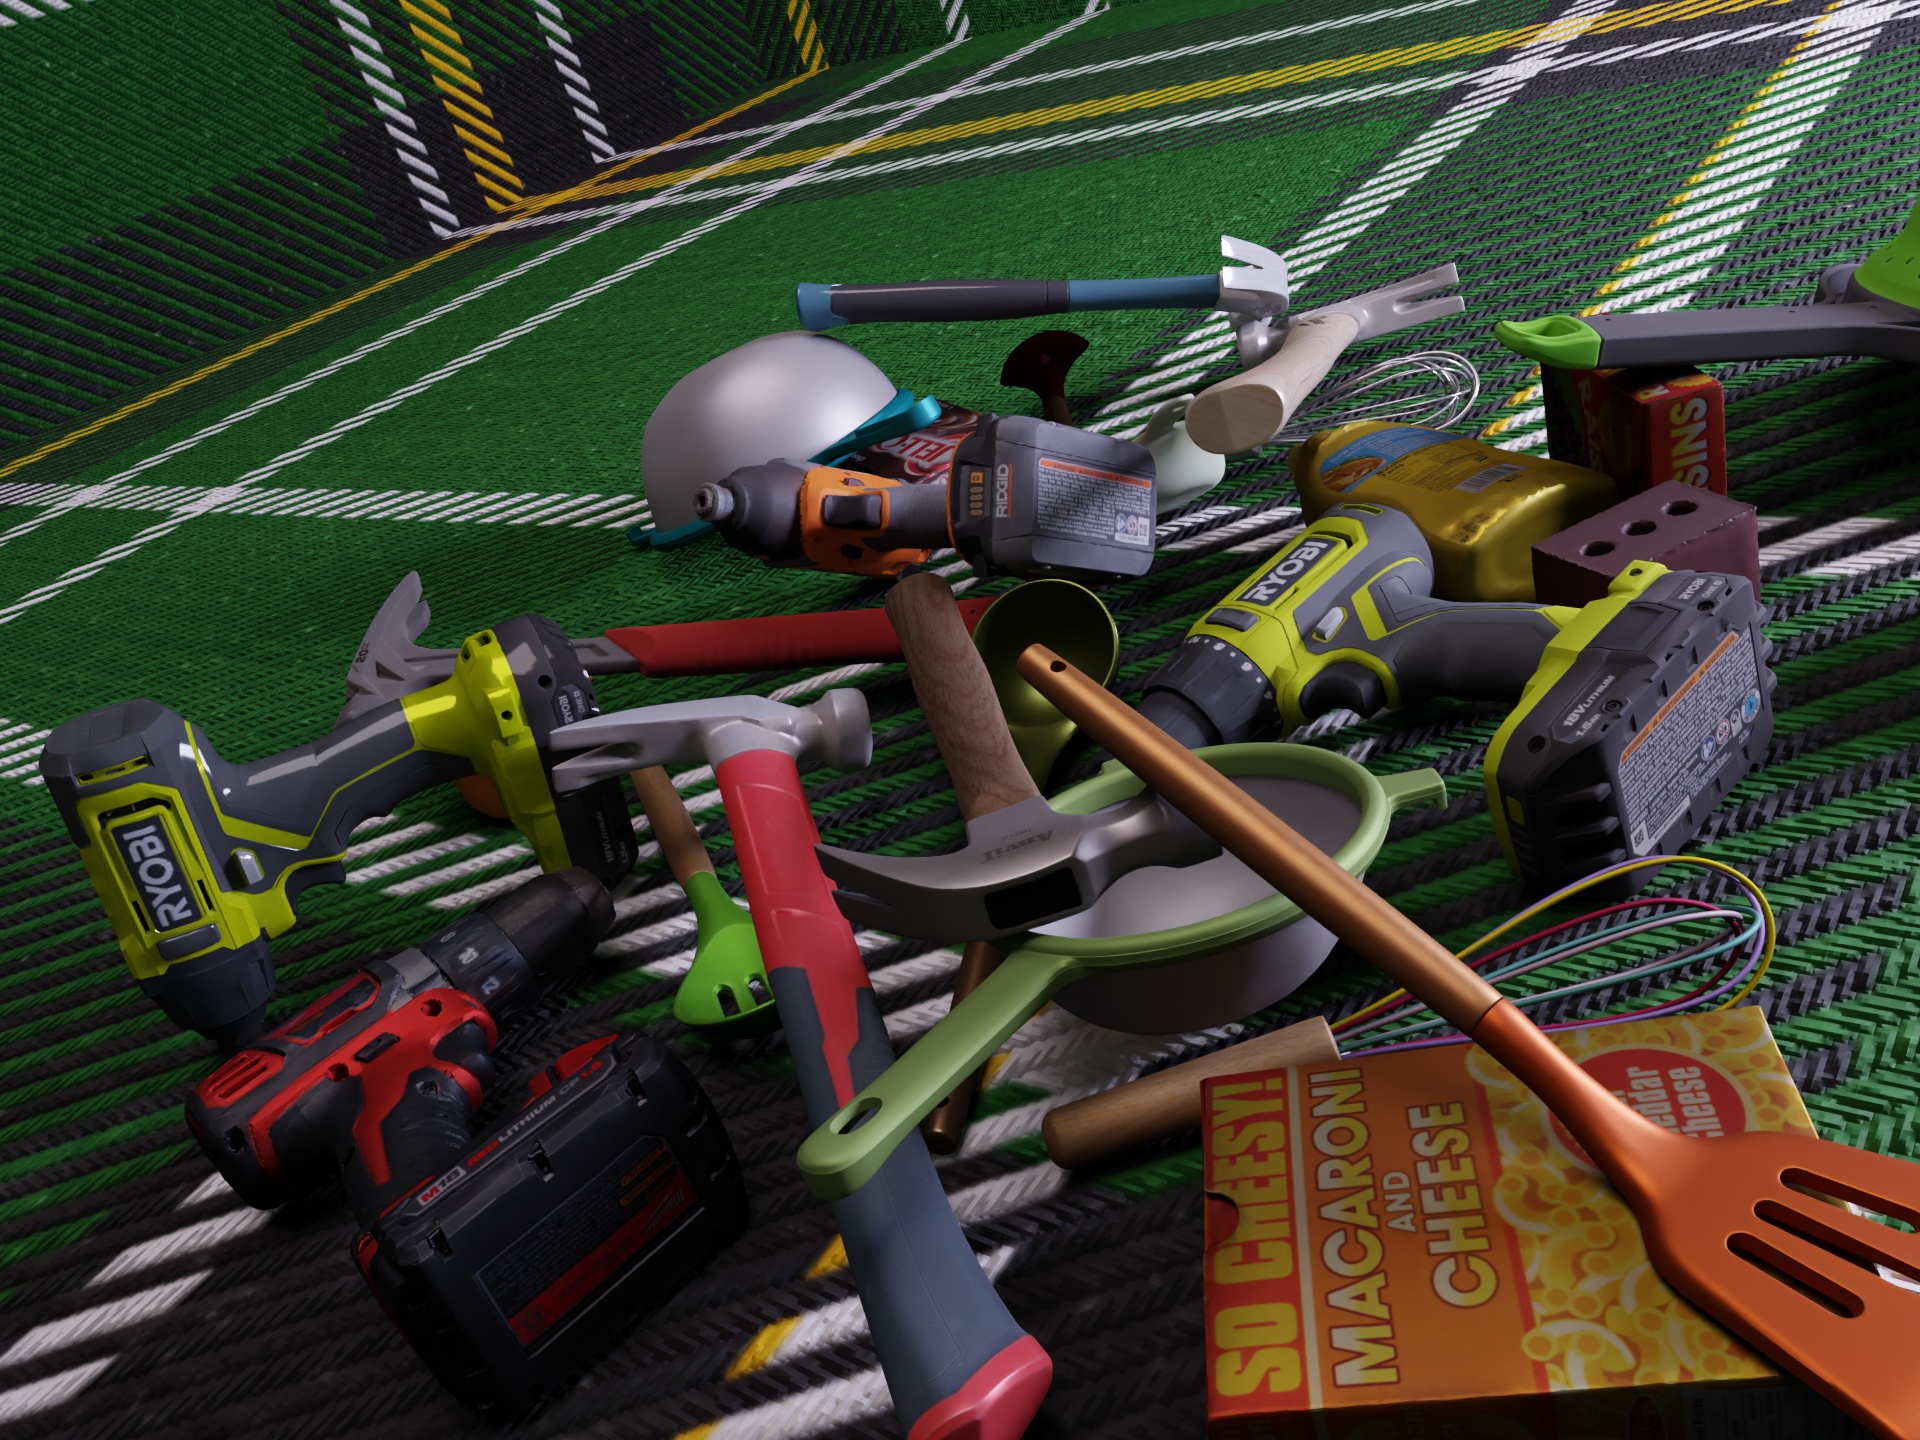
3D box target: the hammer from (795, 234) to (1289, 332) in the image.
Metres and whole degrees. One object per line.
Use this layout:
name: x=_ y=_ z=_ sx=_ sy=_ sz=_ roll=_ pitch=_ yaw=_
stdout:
hammer: x=0.057 y=-0.282 z=1.063 sx=0.331 sy=0.033 sz=0.128 roll=-3 pitch=-3 yaw=-2

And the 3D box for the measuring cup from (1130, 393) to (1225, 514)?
measuring cup: x=0.116 y=-0.145 z=0.879 sx=0.083 sy=0.038 sz=0.167 roll=-21 pitch=-2 yaw=0

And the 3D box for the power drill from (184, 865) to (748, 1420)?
power drill: x=-0.175 y=0.138 z=0.608 sx=0.188 sy=0.080 sz=0.227 roll=-37 pitch=31 yaw=-29

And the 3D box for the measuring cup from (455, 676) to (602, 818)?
measuring cup: x=-0.249 y=-0.002 z=0.908 sx=0.095 sy=0.052 sz=0.174 roll=-23 pitch=28 yaw=-7

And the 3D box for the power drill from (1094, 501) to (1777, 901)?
power drill: x=0.181 y=-0.008 z=0.646 sx=0.190 sy=0.080 sz=0.229 roll=-40 pitch=33 yaw=-23

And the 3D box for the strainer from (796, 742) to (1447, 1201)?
strainer: x=0.048 y=0.092 z=0.531 sx=0.151 sy=0.069 sz=0.256 roll=2 pitch=28 yaw=45

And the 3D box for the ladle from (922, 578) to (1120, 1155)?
ladle: x=0.018 y=0.044 z=0.672 sx=0.078 sy=0.062 sz=0.320 roll=-10 pitch=33 yaw=20

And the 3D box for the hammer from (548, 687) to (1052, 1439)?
hammer: x=-0.065 y=0.100 z=0.575 sx=0.143 sy=0.038 sz=0.387 roll=-7 pitch=32 yaw=-14

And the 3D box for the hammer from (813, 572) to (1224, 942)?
hammer: x=-0.001 y=-0.002 z=0.656 sx=0.130 sy=0.031 sz=0.331 roll=-19 pitch=22 yaw=-1

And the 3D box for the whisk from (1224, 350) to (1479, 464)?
whisk: x=0.184 y=-0.173 z=0.955 sx=0.246 sy=0.057 sz=0.059 roll=-10 pitch=60 yaw=23

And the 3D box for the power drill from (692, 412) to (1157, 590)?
power drill: x=-0.026 y=-0.114 z=0.867 sx=0.226 sy=0.084 sz=0.164 roll=3 pitch=1 yaw=42

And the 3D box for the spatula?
spatula: x=0.130 y=0.062 z=0.445 sx=0.081 sy=0.041 sz=0.323 roll=-34 pitch=56 yaw=-26

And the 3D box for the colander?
colander: x=0.435 y=-0.214 z=0.717 sx=0.397 sy=0.094 sz=0.205 roll=-5 pitch=29 yaw=-10

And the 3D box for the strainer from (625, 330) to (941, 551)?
strainer: x=-0.115 y=-0.208 z=1.045 sx=0.211 sy=0.095 sz=0.340 roll=-37 pitch=17 yaw=-22

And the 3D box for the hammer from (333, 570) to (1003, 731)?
hammer: x=-0.140 y=-0.043 z=0.850 sx=0.359 sy=0.036 sz=0.149 roll=-4 pitch=35 yaw=1

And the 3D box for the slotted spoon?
slotted spoon: x=-0.125 y=0.066 z=0.747 sx=0.070 sy=0.031 sz=0.314 roll=-25 pitch=28 yaw=-12

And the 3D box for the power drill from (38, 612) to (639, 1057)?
power drill: x=-0.273 y=0.051 z=0.732 sx=0.223 sy=0.171 sz=0.080 roll=-19 pitch=28 yaw=-19

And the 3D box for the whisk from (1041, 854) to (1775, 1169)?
whisk: x=0.144 y=0.103 z=0.518 sx=0.245 sy=0.047 sz=0.051 roll=-20 pitch=17 yaw=6

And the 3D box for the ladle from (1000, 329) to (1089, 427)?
ladle: x=0.062 y=-0.191 z=1.024 sx=0.069 sy=0.031 sz=0.316 roll=-23 pitch=32 yaw=12

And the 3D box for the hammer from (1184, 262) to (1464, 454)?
hammer: x=0.201 y=-0.205 z=0.890 sx=0.146 sy=0.038 sz=0.411 roll=-13 pitch=14 yaw=22
